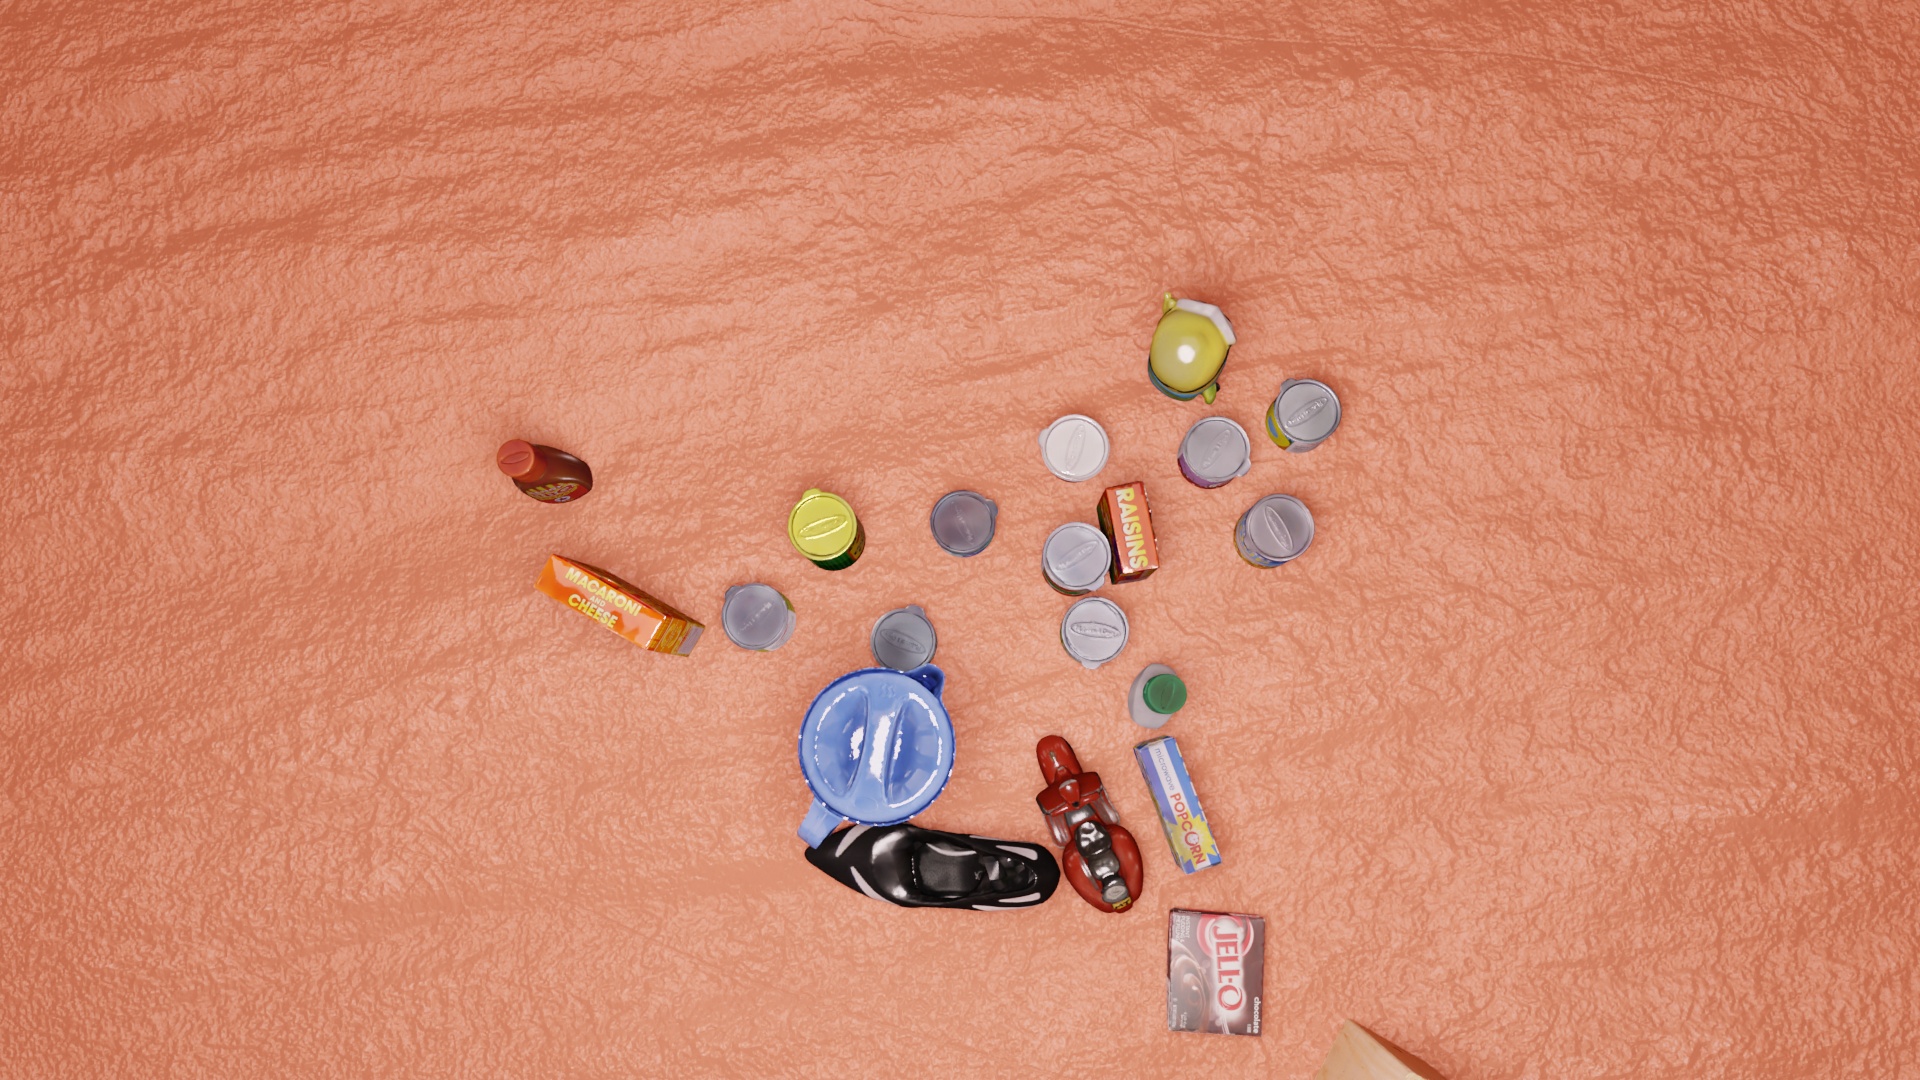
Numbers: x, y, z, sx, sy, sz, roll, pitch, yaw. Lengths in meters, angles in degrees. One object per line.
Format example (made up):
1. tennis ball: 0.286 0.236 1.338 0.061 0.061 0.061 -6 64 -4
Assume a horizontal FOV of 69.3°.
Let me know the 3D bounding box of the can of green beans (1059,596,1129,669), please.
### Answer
1. can of green beans: 0.132 0.091 1.378 0.071 0.057 0.071 0 82 2

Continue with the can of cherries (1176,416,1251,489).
1. can of cherries: 0.256 -0.085 1.399 0.071 0.058 0.071 0 82 2

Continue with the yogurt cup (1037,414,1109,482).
1. yogurt cup: 0.115 -0.089 1.406 0.072 0.054 0.072 0 82 2

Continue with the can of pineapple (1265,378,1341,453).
1. can of pineapple: 0.345 -0.126 1.402 0.071 0.058 0.071 0 82 2

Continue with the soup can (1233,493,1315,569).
1. soup can: 0.306 -0.007 1.374 0.071 0.083 0.071 0 83 2

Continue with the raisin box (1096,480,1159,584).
1. raisin box: 0.163 -0.005 1.358 0.040 0.123 0.086 -10 82 1

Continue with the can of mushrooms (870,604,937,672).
1. can of mushrooms: -0.055 0.100 1.395 0.071 0.033 0.071 0 82 2

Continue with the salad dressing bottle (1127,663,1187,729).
1. salad dressing bottle: 0.188 0.148 1.324 0.044 0.147 0.064 17 84 4

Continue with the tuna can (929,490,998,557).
1. tuna can: 0.005 -0.018 1.410 0.071 0.033 0.071 0 82 2

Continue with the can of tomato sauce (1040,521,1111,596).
1. can of tomato sauce: 0.115 0.021 1.376 0.071 0.083 0.071 0 83 2

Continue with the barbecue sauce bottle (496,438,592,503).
1. barbecue sauce bottle: -0.414 -0.069 1.371 0.065 0.148 0.043 -14 83 0

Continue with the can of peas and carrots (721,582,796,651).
1. can of peas and carrots: -0.203 0.076 1.390 0.071 0.058 0.071 0 82 2

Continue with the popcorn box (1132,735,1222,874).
1. popcorn box: 0.207 0.253 1.340 0.038 0.085 0.127 -20 82 -1

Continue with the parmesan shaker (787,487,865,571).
1. parmesan shaker: -0.131 -0.010 1.377 0.071 0.103 0.071 0 83 2

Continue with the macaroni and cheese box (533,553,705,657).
1. macaroni and cheese box: -0.325 0.064 1.341 0.124 0.166 0.040 28 85 5
